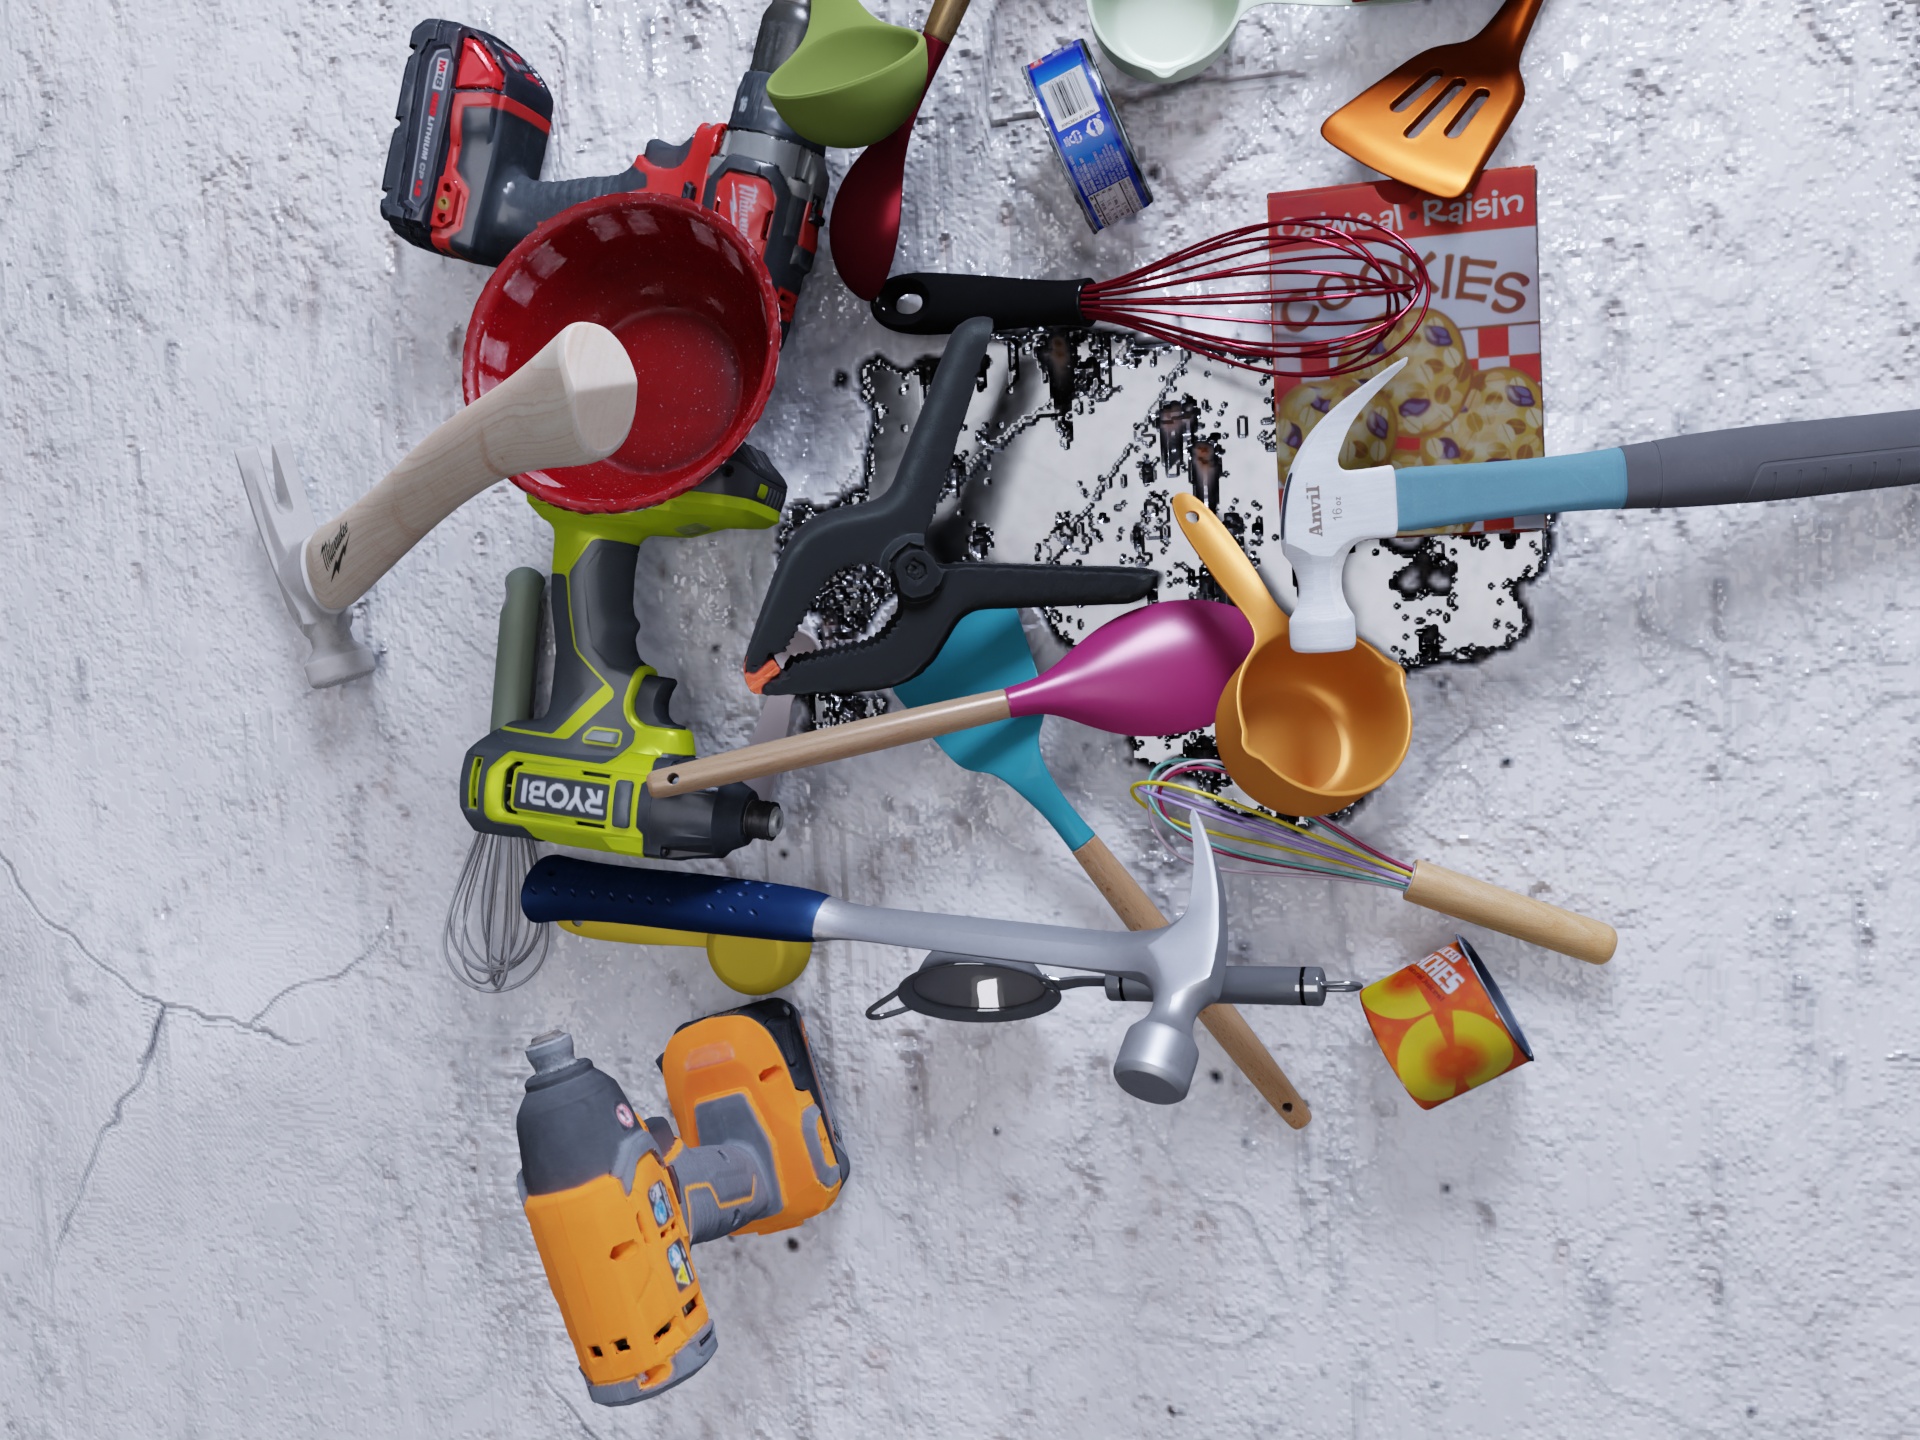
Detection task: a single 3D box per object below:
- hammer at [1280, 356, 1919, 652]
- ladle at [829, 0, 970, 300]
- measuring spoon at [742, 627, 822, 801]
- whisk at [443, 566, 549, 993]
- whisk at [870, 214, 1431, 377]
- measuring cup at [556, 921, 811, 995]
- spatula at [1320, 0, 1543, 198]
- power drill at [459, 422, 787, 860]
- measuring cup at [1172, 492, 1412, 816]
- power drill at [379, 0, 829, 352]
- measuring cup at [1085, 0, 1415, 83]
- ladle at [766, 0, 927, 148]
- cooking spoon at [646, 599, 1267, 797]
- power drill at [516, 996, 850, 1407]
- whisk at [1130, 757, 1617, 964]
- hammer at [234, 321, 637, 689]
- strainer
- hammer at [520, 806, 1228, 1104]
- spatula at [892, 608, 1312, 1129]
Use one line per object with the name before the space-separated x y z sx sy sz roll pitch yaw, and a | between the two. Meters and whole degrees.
hammer | 0.310 -0.109 0.715 0.331 0.033 0.128 -5 96 4
ladle | 0.001 -0.354 0.767 0.315 0.031 0.069 -63 37 23
measuring spoon | -0.102 0.006 0.880 0.034 0.018 0.124 22 107 12
whisk | -0.258 0.035 0.910 0.059 0.058 0.246 5 94 -20
whisk | 0.079 -0.202 0.763 0.296 0.073 0.073 8 98 32
measuring cup | -0.162 0.121 0.895 0.156 0.029 0.062 4 96 13
spatula | 0.289 -0.384 0.722 0.081 0.041 0.322 38 102 26
power drill | -0.167 -0.040 0.844 0.171 0.080 0.223 7 91 12
measuring cup | 0.147 -0.032 0.782 0.095 0.052 0.174 -25 73 -19
power drill | -0.174 -0.306 0.838 0.227 0.080 0.188 16 99 10
measuring cup | 0.144 -0.350 0.771 0.167 0.038 0.083 0 95 5
ladle | -0.081 -0.420 0.779 0.078 0.062 0.320 -15 76 5
cooking spoon | -0.001 -0.003 0.802 0.319 0.017 0.069 -13 81 -1
power drill | -0.141 0.212 0.795 0.084 0.226 0.164 -19 90 16
whisk | 0.202 0.072 0.792 0.245 0.051 0.047 19 130 8
hammer | -0.269 -0.120 0.781 0.411 0.038 0.146 -14 95 51
strainer | 0.073 0.131 0.808 0.258 0.086 0.050 -3 61 22
hammer | -0.058 0.099 0.815 0.405 0.144 0.035 3 139 29
spatula | 0.083 0.081 0.831 0.082 0.044 0.317 -38 90 14
